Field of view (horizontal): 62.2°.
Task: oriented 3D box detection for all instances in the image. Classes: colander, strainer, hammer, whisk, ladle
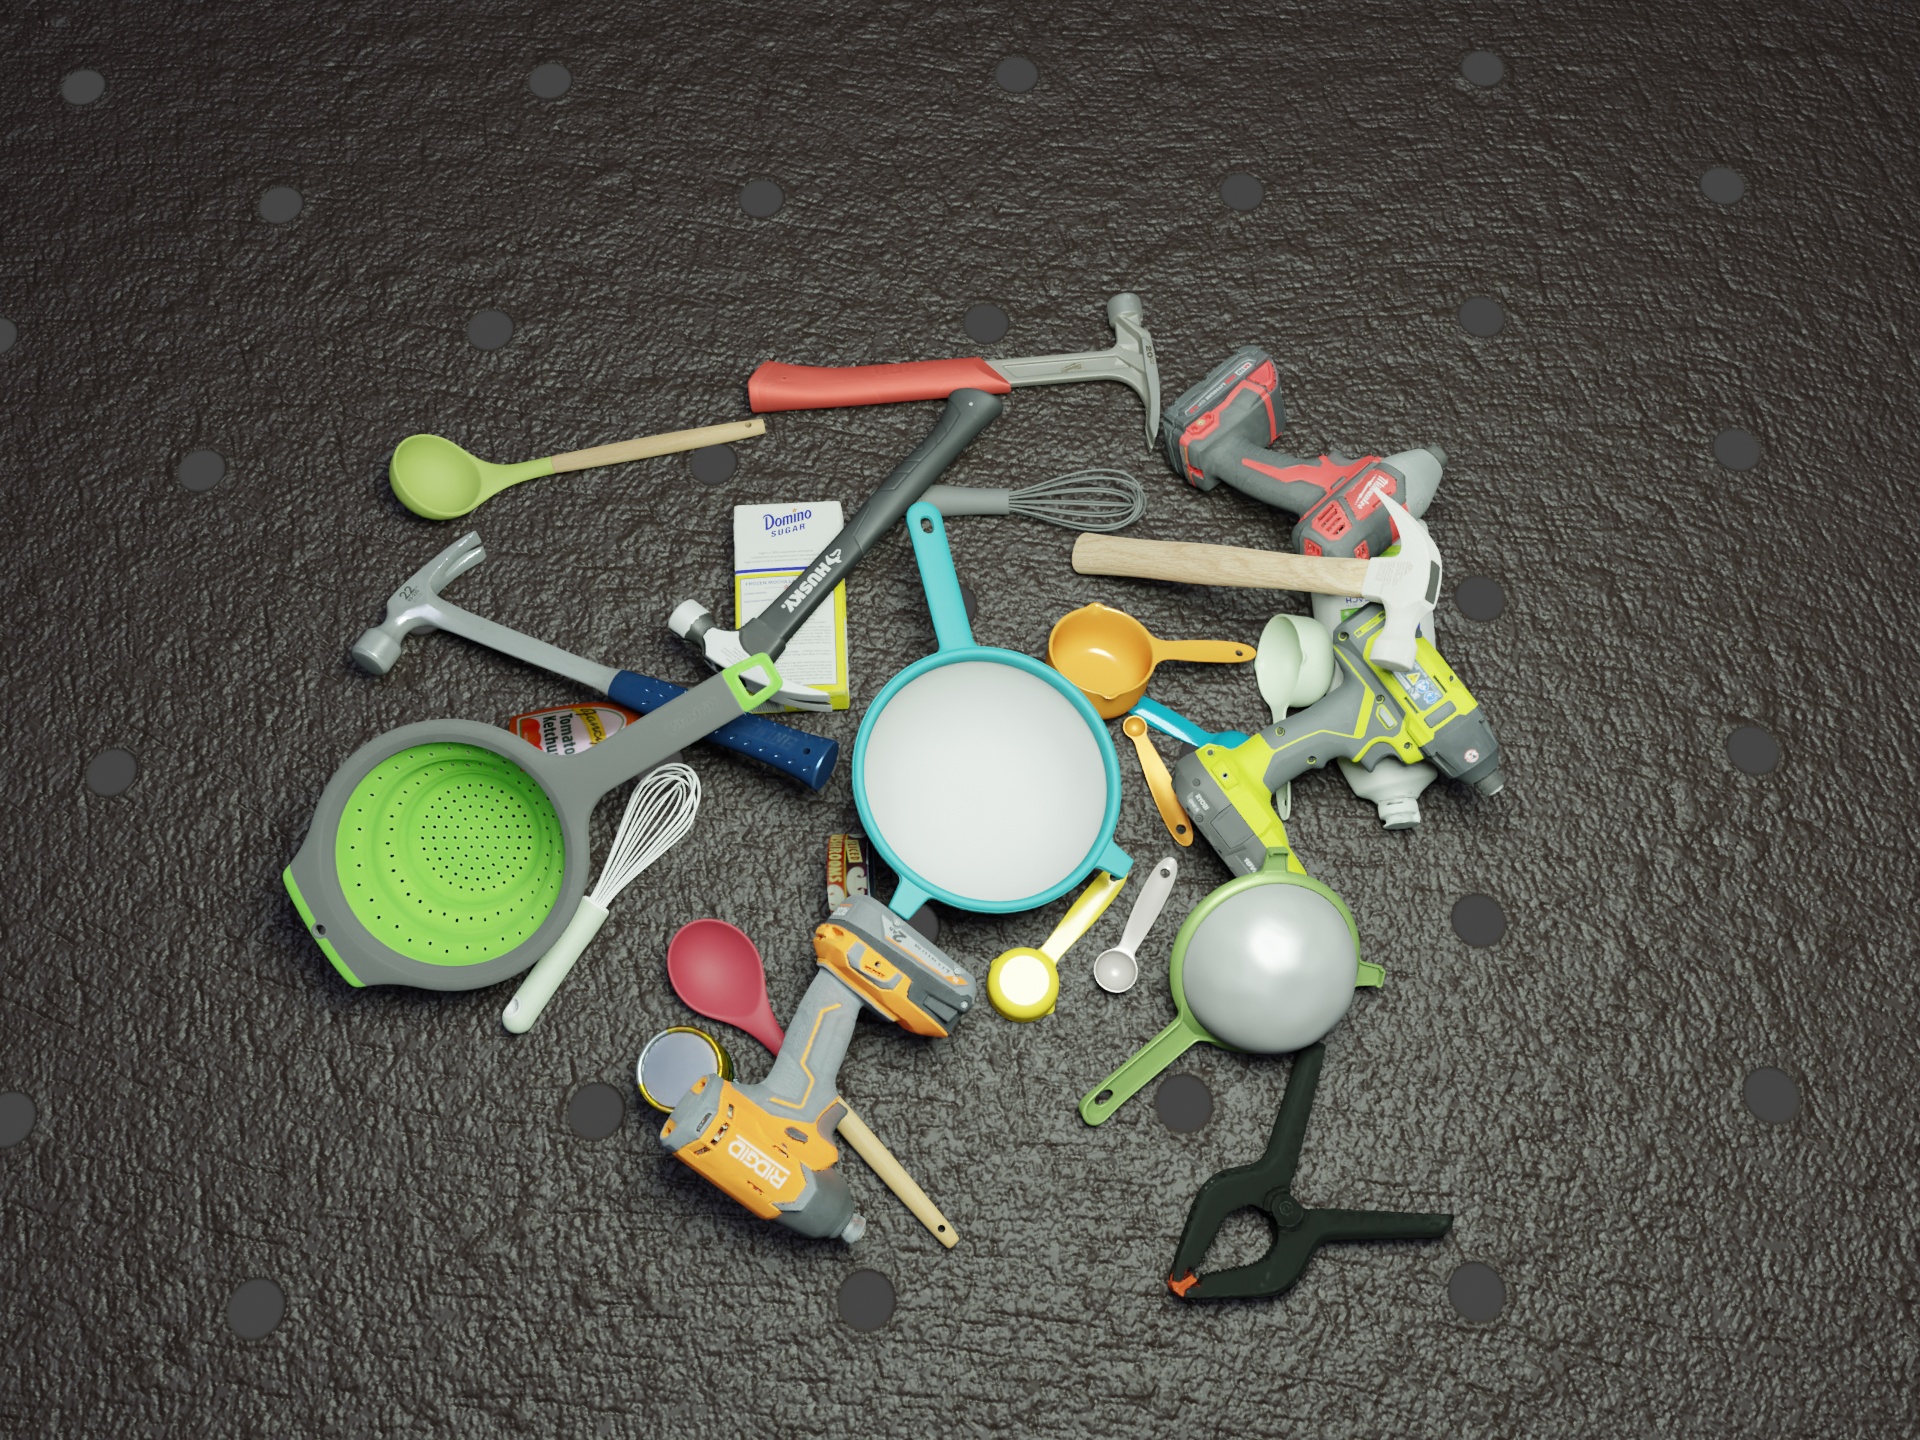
[{"bbox_3d":[-0.313,0.057,1.224,0.397,0.094,0.204,-30,96,0],"label":"colander"},{"bbox_3d":[-0.002,-0.004,1.267,0.211,0.095,0.341,-9,72,-16],"label":"strainer"},{"bbox_3d":[-0.076,-0.153,1.311,0.146,0.035,0.335,36,72,13],"label":"hammer"},{"bbox_3d":[-0.283,-0.038,1.279,0.405,0.035,0.144,20,60,15],"label":"hammer"},{"bbox_3d":[-0.282,0.139,1.254,0.058,0.059,0.246,20,72,46],"label":"whisk"},{"bbox_3d":[0.220,-0.122,1.245,0.331,0.031,0.130,12,82,44],"label":"hammer"},{"bbox_3d":[-0.111,0.277,1.213,0.069,0.031,0.315,-41,77,-12],"label":"ladle"},{"bbox_3d":[0.040,-0.189,1.363,0.239,0.055,0.055,1,71,4],"label":"whisk"},{"bbox_3d":[-0.328,-0.232,1.374,0.320,0.062,0.078,-12,72,-7],"label":"ladle"},{"bbox_3d":[0.195,0.226,1.181,0.256,0.069,0.151,-40,109,2],"label":"strainer"},{"bbox_3d":[-0.006,-0.294,1.404,0.359,0.036,0.149,-5,71,-2],"label":"hammer"}]

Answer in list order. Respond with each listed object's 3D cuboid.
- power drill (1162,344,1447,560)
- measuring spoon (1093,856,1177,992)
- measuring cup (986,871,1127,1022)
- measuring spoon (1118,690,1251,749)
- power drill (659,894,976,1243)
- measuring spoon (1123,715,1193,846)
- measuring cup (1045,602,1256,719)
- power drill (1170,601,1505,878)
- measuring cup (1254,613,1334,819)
[{"bbox_3d":[0.284,-0.214,1.312,0.143,0.078,0.220,-40,53,-10],"label":"power drill"},{"bbox_3d":[0.142,0.162,1.260,0.034,0.018,0.124,27,66,9],"label":"measuring spoon"},{"bbox_3d":[0.081,0.168,1.246,0.062,0.029,0.156,39,77,12],"label":"measuring cup"},{"bbox_3d":[0.186,0.006,1.306,0.128,0.021,0.042,28,74,10],"label":"measuring spoon"},{"bbox_3d":[-0.088,0.260,1.162,0.164,0.084,0.226,40,73,-11],"label":"power drill"},{"bbox_3d":[0.162,0.050,1.300,0.021,0.011,0.117,-22,76,-6],"label":"measuring spoon"},{"bbox_3d":[0.154,-0.044,1.308,0.173,0.052,0.095,0,57,-9],"label":"measuring cup"},{"bbox_3d":[0.290,0.035,1.223,0.223,0.080,0.171,-38,89,9],"label":"power drill"},{"bbox_3d":[0.275,-0.003,1.295,0.038,0.083,0.167,0,87,-17],"label":"measuring cup"}]
